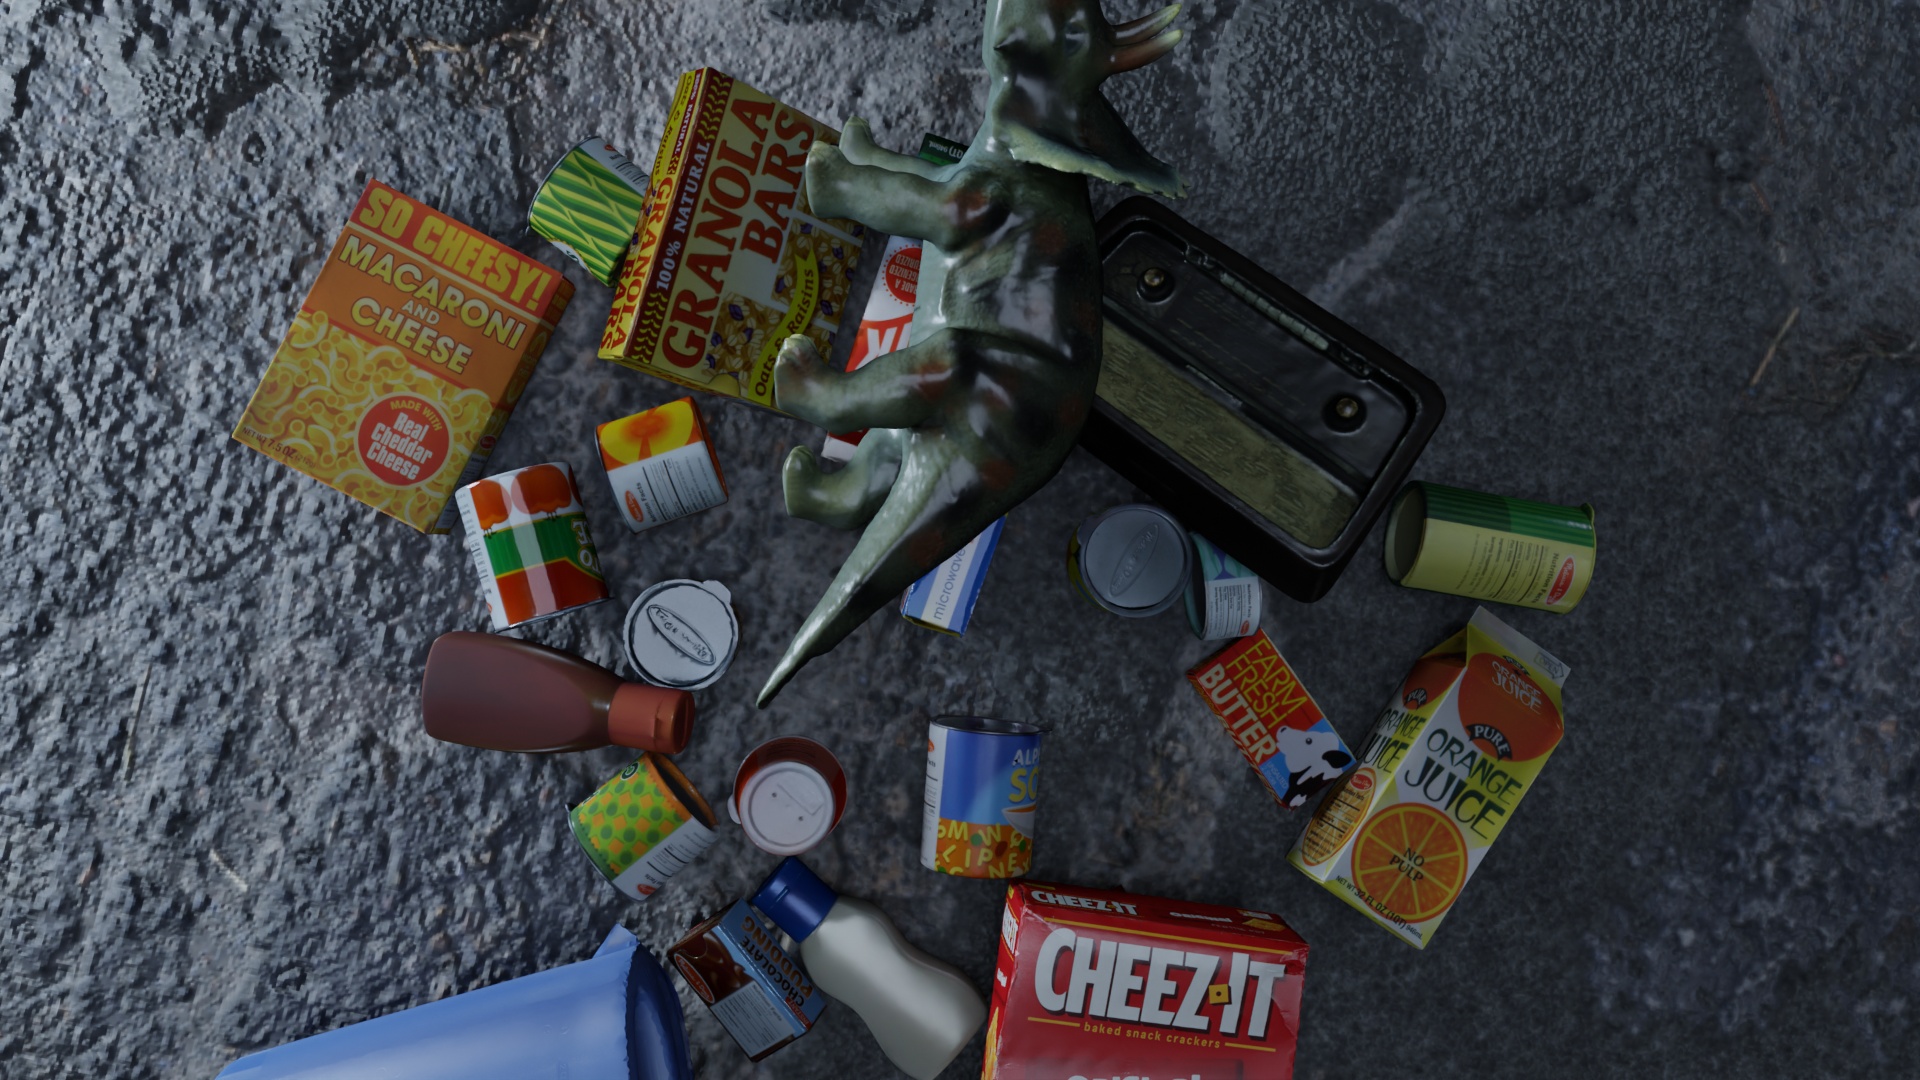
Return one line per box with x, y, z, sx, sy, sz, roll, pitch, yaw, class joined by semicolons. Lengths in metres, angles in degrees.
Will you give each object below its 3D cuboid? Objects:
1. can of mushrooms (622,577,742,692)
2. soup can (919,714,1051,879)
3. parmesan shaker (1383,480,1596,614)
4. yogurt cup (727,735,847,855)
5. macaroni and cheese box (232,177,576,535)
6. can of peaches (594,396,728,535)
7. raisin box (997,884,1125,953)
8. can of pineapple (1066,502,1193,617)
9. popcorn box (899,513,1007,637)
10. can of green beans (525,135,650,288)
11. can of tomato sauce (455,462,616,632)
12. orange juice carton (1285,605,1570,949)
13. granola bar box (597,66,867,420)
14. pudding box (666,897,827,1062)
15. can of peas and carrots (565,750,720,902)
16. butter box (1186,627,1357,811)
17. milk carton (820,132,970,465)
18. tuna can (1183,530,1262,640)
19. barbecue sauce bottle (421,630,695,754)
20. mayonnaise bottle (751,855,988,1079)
-0.160;0.053;0.813;0.071;0.033;0.071;0;89;-4;can of mushrooms
0.015;0.148;0.808;0.071;0.071;0.083;5;90;-4;soup can
0.316;0.001;0.833;0.103;0.071;0.071;10;89;-3;parmesan shaker
-0.099;0.150;0.806;0.072;0.054;0.072;0;89;-5;yogurt cup
-0.317;-0.104;0.800;0.124;0.040;0.166;27;88;-3;macaroni and cheese box
-0.171;-0.045;0.799;0.058;0.071;0.071;-19;91;-4;can of peaches
0.086;0.281;0.825;0.086;0.040;0.123;-24;92;-3;raisin box
0.098;0.010;0.821;0.071;0.058;0.071;0;89;-5;can of pineapple
0.003;-0.010;0.800;0.038;0.085;0.126;20;88;-3;popcorn box
-0.204;-0.188;0.797;0.058;0.071;0.071;38;87;-3;can of green beans
-0.241;0.003;0.792;0.071;0.071;0.083;-17;90;-4;can of tomato sauce
0.284;0.136;0.826;0.072;0.073;0.193;35;86;-3;orange juice carton
-0.120;-0.163;0.786;0.124;0.039;0.165;17;88;-38;granola bar box
-0.123;0.254;0.804;0.049;0.030;0.083;-37;92;27;pudding box
-0.181;0.160;0.794;0.059;0.071;0.071;-39;92;-4;can of peas and carrots
0.188;0.107;0.843;0.053;0.024;0.103;-36;92;-5;butter box
-0.018;-0.127;0.807;0.072;0.073;0.190;19;88;-3;milk carton
0.153;0.024;0.823;0.033;0.071;0.071;-6;90;-3;tuna can
-0.227;0.092;0.786;0.148;0.044;0.064;8;97;9;barbecue sauce bottle
-0.056;0.246;0.814;0.148;0.041;0.065;42;87;-1;mayonnaise bottle
